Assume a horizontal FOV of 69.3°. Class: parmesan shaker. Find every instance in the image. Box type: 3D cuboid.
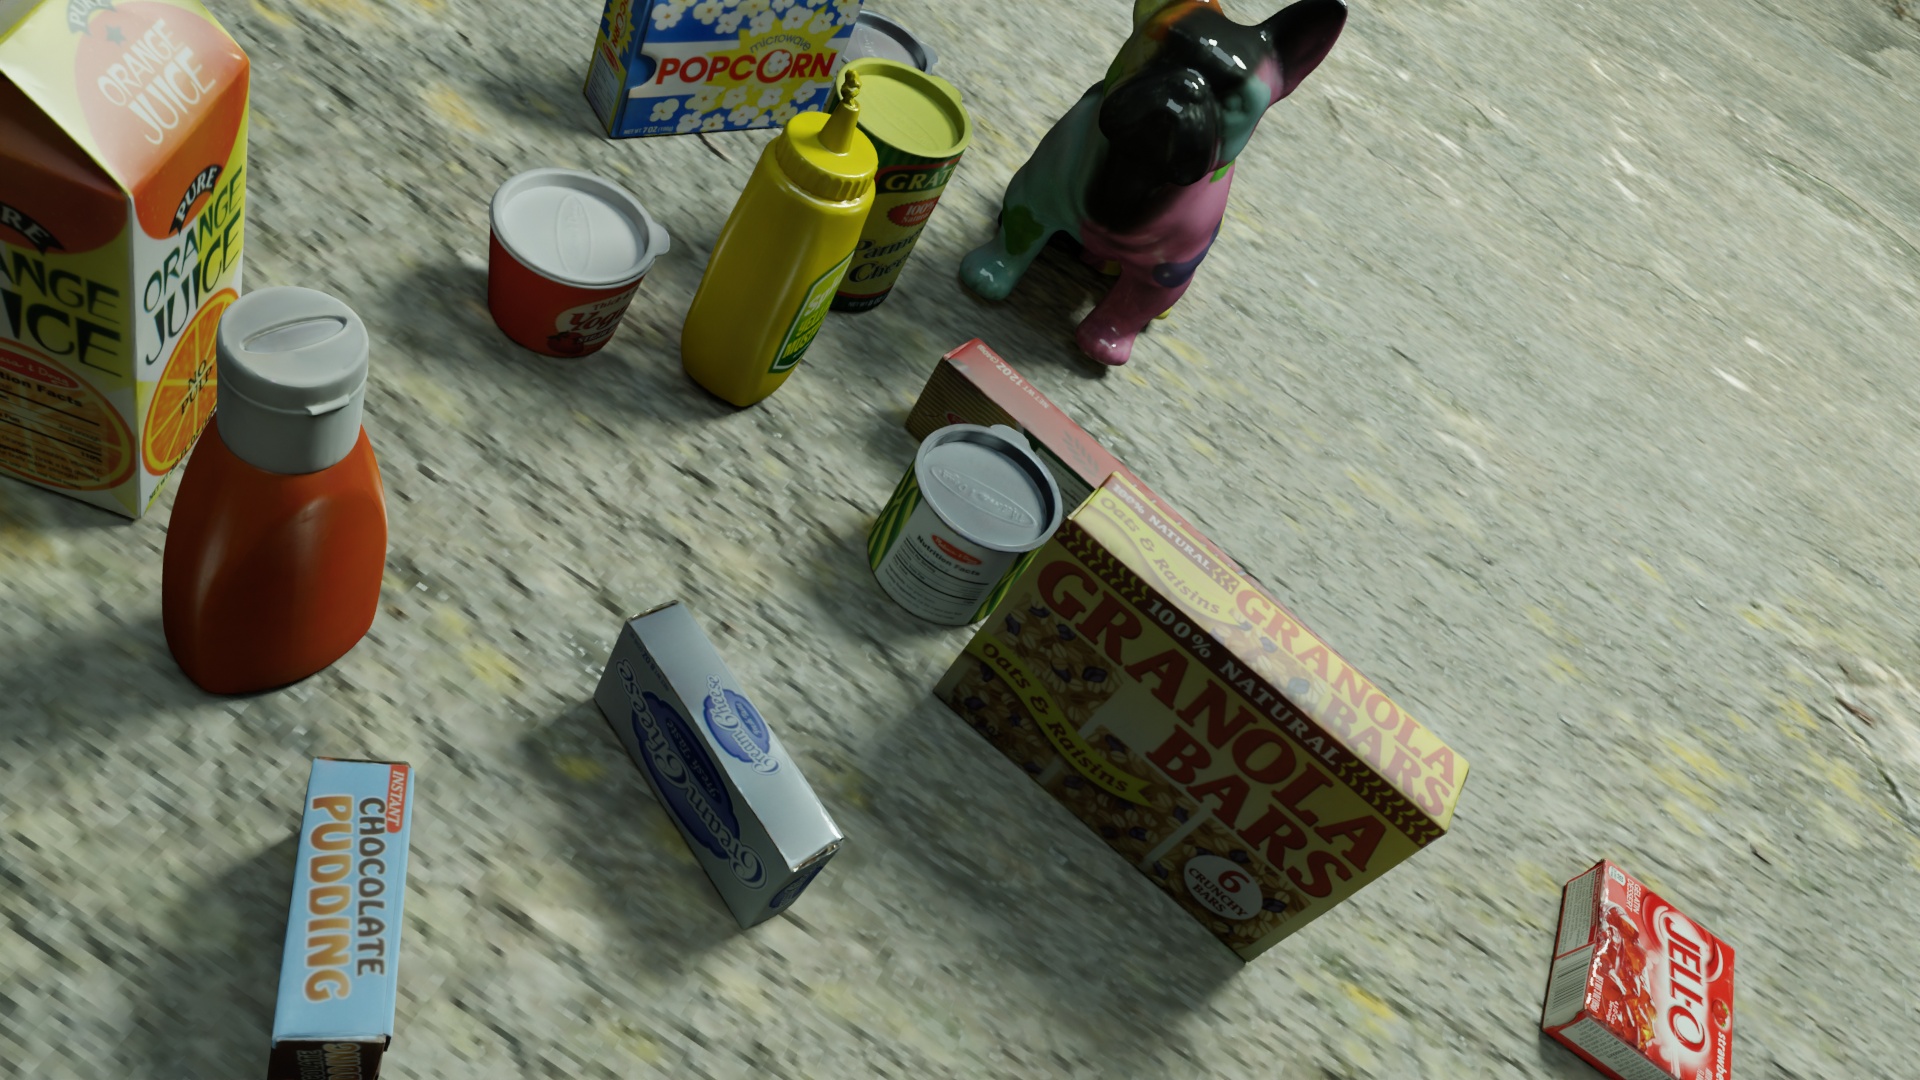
[{"bbox_3d":[-0.043,-0.168,0.663,0.071,0.102,0.072,15,48,-18],"label":"parmesan shaker"}]

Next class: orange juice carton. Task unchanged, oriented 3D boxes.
[{"bbox_3d":[-0.268,-0.098,0.419,0.073,0.191,0.072,21,47,-13],"label":"orange juice carton"}]

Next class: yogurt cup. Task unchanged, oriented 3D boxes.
[{"bbox_3d":[-0.167,-0.115,0.586,0.072,0.053,0.073,15,48,-18],"label":"yogurt cup"}]

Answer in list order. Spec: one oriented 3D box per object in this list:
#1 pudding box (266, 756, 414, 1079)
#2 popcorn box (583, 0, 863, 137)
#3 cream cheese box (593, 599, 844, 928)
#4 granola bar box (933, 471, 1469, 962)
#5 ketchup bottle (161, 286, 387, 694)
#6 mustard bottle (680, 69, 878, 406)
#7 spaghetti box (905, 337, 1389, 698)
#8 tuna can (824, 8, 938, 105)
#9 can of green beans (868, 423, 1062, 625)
[{"bbox_3d":[-0.177,0.110,0.399,0.030,0.049,0.084,8,51,-24],"label":"pudding box"},{"bbox_3d":[-0.118,-0.252,0.702,0.127,0.084,0.038,-18,65,-38],"label":"popcorn box"},{"bbox_3d":[-0.085,0.077,0.476,0.024,0.053,0.104,-23,68,-40],"label":"cream cheese box"},{"bbox_3d":[0.085,0.070,0.526,0.165,0.123,0.039,40,46,6],"label":"granola bar box"},{"bbox_3d":[-0.202,-0.011,0.415,0.065,0.148,0.043,-28,71,-41],"label":"ketchup bottle"},{"bbox_3d":[-0.070,-0.125,0.574,0.049,0.159,0.066,35,45,1],"label":"mustard bottle"},{"bbox_3d":[0.081,0.009,0.626,0.250,0.050,0.029,42,46,7],"label":"spaghetti box"},{"bbox_3d":[-0.050,-0.269,0.791,0.071,0.032,0.071,15,48,-18],"label":"tuna can"},{"bbox_3d":[0.001,-0.006,0.588,0.071,0.057,0.071,15,48,-18],"label":"can of green beans"}]
